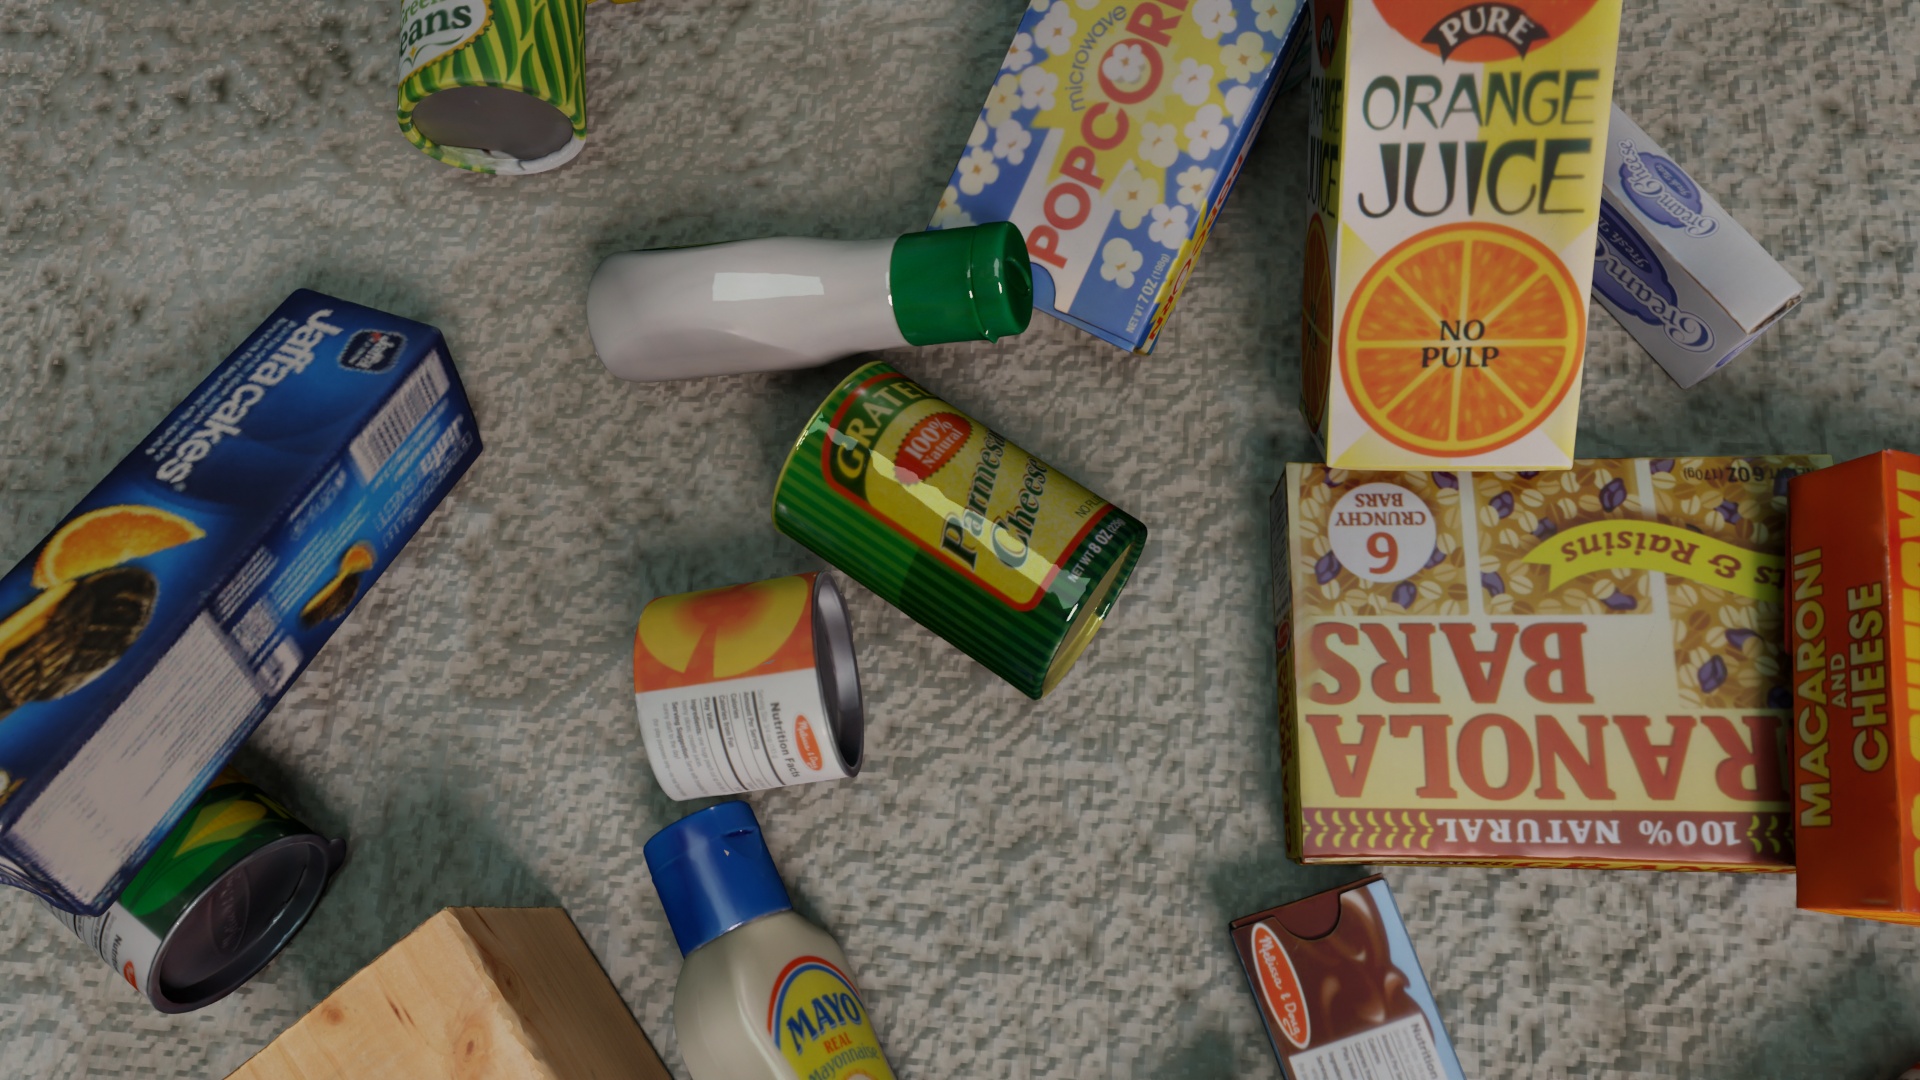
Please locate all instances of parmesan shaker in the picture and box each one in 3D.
[{"bbox_3d":[0.002,-0.006,0.448,0.103,0.071,0.071,32,81,13],"label":"parmesan shaker"}]

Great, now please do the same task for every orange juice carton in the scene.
[{"bbox_3d":[0.144,-0.121,0.412,0.073,0.072,0.192,0,109,7],"label":"orange juice carton"}]

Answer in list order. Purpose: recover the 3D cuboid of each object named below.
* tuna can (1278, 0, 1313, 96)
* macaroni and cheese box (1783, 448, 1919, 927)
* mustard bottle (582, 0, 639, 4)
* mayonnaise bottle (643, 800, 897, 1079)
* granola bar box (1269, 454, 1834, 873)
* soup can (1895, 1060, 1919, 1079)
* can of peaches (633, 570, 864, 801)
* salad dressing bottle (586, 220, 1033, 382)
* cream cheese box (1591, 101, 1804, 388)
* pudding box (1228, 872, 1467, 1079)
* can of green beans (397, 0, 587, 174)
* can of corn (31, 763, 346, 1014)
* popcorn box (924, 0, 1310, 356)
[{"bbox_3d":[0.101,-0.191,0.504,0.071,0.032,0.071,-2,75,6],"label":"tuna can"},{"bbox_3d":[0.313,0.052,0.385,0.166,0.040,0.124,10,75,-10],"label":"macaroni and cheese box"},{"bbox_3d":[-0.111,-0.243,0.533,0.160,0.048,0.065,-26,72,-1],"label":"mustard bottle"},{"bbox_3d":[-0.051,0.151,0.412,0.041,0.065,0.148,-38,69,28],"label":"mayonnaise bottle"},{"bbox_3d":[0.183,0.038,0.428,0.165,0.039,0.124,-1,75,7],"label":"granola bar box"},{"bbox_3d":[0.262,0.184,0.364,0.084,0.071,0.071,-37,74,-3],"label":"soup can"},{"bbox_3d":[-0.066,0.045,0.442,0.058,0.071,0.071,-9,74,4],"label":"can of peaches"},{"bbox_3d":[-0.051,-0.080,0.465,0.147,0.064,0.044,-2,83,19],"label":"salad dressing bottle"},{"bbox_3d":[0.220,-0.101,0.455,0.024,0.053,0.104,-36,74,-2],"label":"cream cheese box"},{"bbox_3d":[0.117,0.146,0.411,0.050,0.030,0.084,-20,73,2],"label":"pudding box"},{"bbox_3d":[-0.172,-0.176,0.513,0.071,0.071,0.058,-6,75,5],"label":"can of green beans"},{"bbox_3d":[-0.247,0.104,0.446,0.058,0.071,0.071,32,81,14],"label":"can of corn"},{"bbox_3d":[0.052,-0.137,0.471,0.085,0.038,0.126,27,99,12],"label":"popcorn box"}]
